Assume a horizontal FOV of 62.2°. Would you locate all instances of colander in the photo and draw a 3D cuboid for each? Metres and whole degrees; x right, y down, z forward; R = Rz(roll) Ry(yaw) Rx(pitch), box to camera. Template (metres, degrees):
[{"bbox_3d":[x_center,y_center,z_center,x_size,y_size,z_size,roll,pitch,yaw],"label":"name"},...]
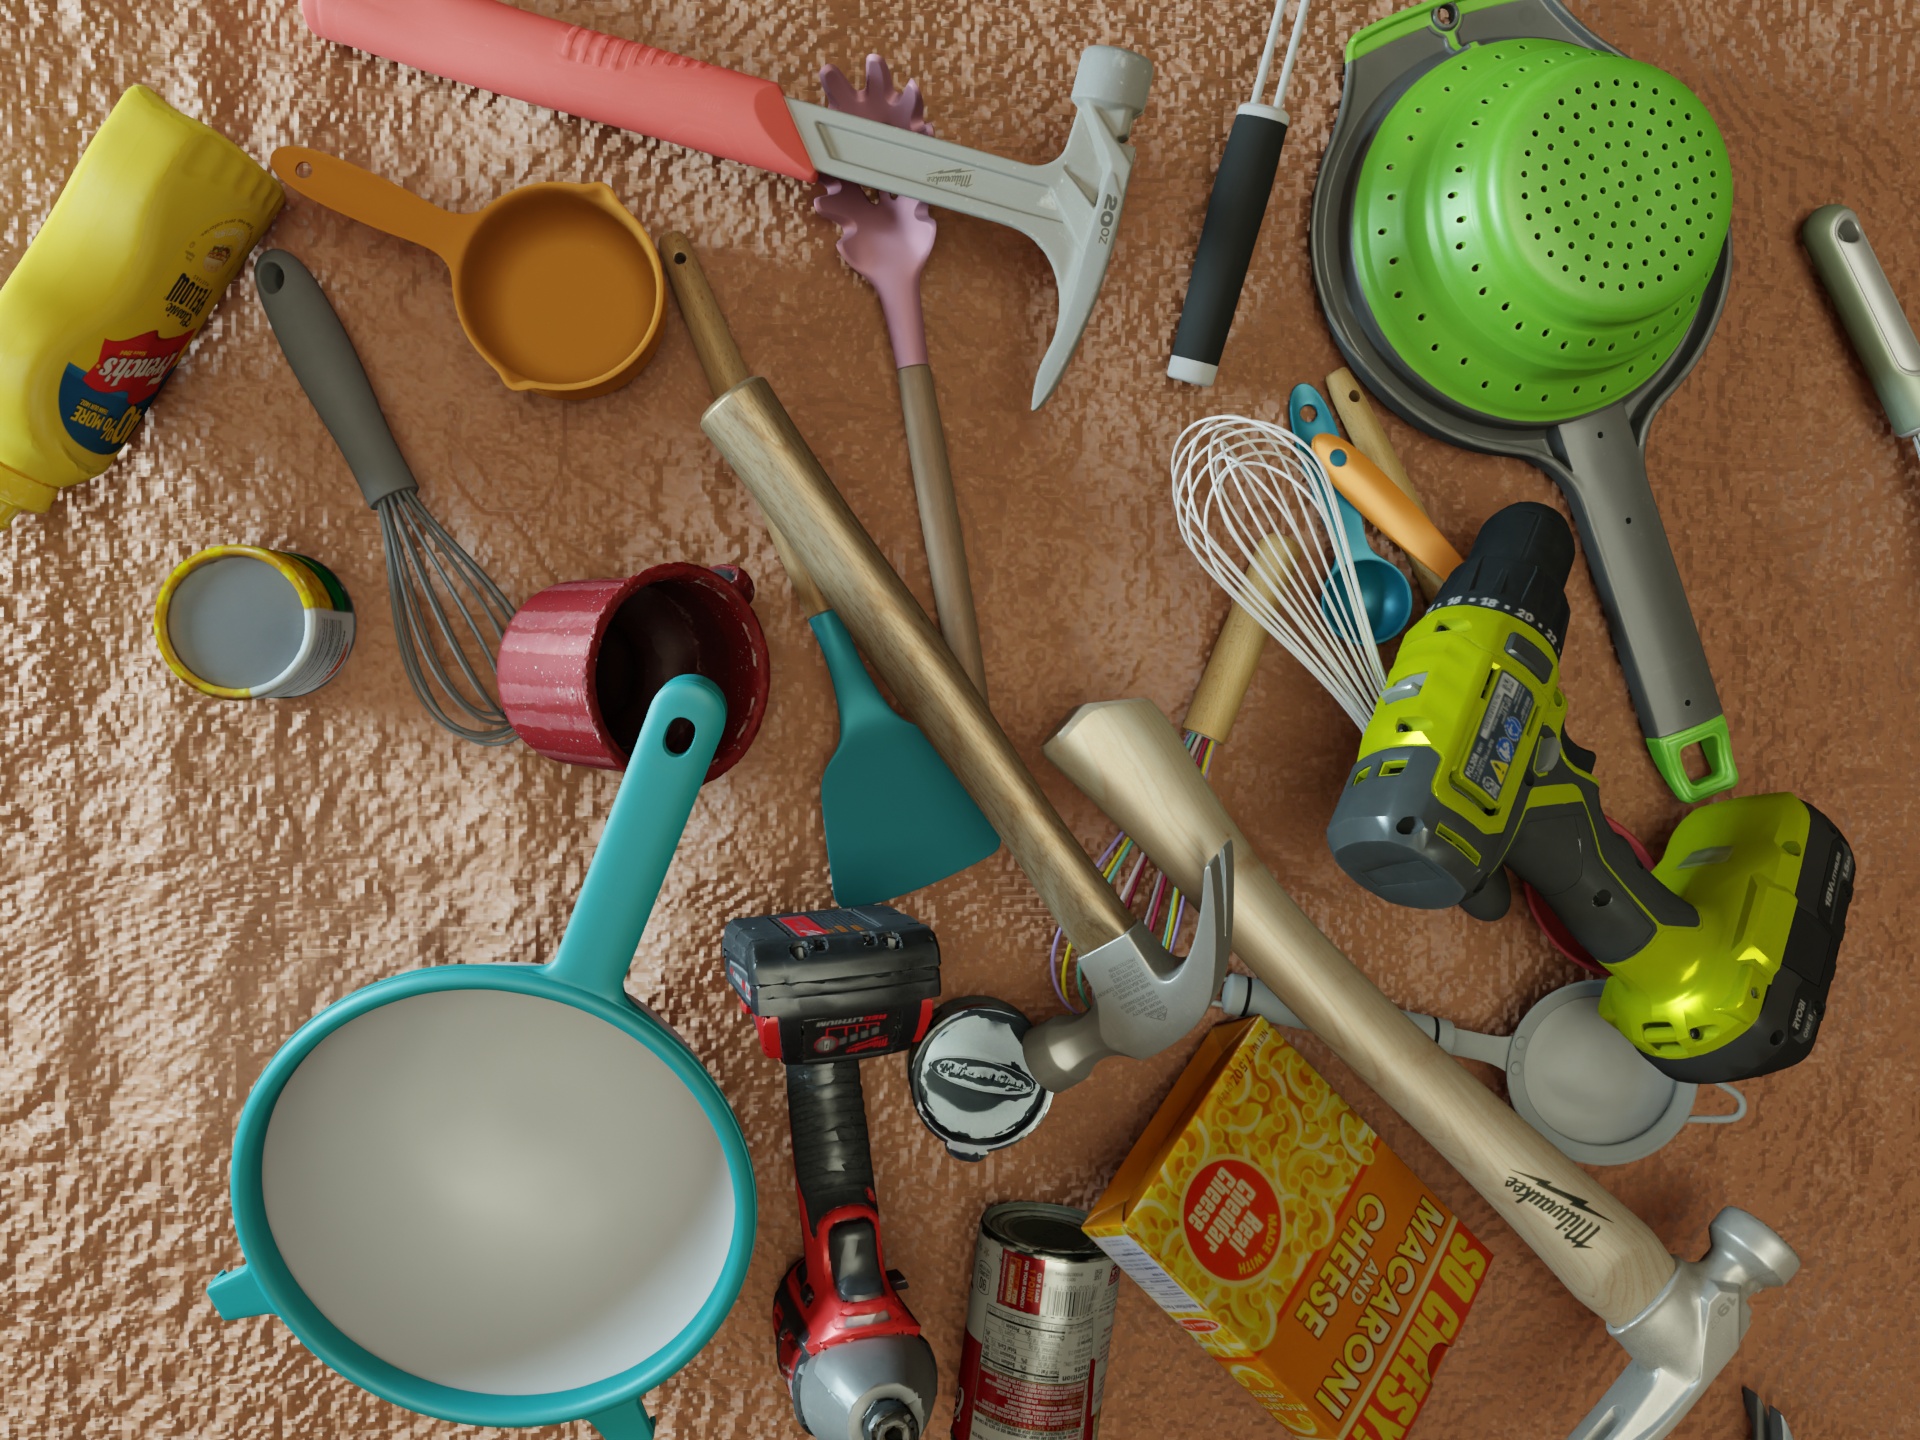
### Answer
[{"bbox_3d":[0.296,-0.148,0.714,0.204,0.094,0.397,-21,95,-6],"label":"colander"}]

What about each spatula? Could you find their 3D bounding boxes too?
[{"bbox_3d":[-0.073,-0.071,0.723,0.082,0.044,0.317,-22,89,-5],"label":"spatula"}]

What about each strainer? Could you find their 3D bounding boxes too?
[{"bbox_3d":[0.233,0.150,0.751,0.258,0.050,0.087,12,91,0],"label":"strainer"},{"bbox_3d":[-0.163,0.128,0.665,0.211,0.095,0.340,22,103,-7],"label":"strainer"}]

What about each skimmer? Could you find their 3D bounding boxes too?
[{"bbox_3d":[0.162,-0.331,0.725,0.127,0.090,0.363,18,102,18],"label":"skimmer"}]

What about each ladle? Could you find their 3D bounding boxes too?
[{"bbox_3d":[0.247,-0.023,0.751,0.069,0.031,0.315,-28,93,-14],"label":"ladle"}]

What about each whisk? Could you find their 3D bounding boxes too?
[{"bbox_3d":[-0.250,-0.097,0.696,0.055,0.055,0.239,-27,90,-4],"label":"whisk"},{"bbox_3d":[0.107,0.029,0.733,0.051,0.047,0.245,24,86,-20],"label":"whisk"},{"bbox_3d":[0.463,-0.134,0.757,0.058,0.059,0.246,-26,90,-16],"label":"whisk"},{"bbox_3d":[0.179,-0.016,0.716,0.070,0.070,0.284,-36,109,-3],"label":"whisk"}]

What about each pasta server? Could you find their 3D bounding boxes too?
[{"bbox_3d":[-0.018,-0.133,0.717,0.060,0.040,0.316,-9,94,8],"label":"pasta server"}]

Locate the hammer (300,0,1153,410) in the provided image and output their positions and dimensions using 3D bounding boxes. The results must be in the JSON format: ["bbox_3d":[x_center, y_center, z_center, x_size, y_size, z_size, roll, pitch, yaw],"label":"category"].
[{"bbox_3d":[-0.107,-0.251,0.678,0.359,0.037,0.149,17,101,3],"label":"hammer"}]

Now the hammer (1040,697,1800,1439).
[{"bbox_3d":[0.183,0.152,0.700,0.410,0.038,0.146,45,83,-4],"label":"hammer"}]

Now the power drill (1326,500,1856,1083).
[{"bbox_3d":[0.276,0.032,0.687,0.228,0.080,0.191,37,64,-15],"label":"power drill"}]

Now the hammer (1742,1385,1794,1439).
[{"bbox_3d":[0.216,0.406,0.760,0.386,0.038,0.143,-1,91,-5],"label":"hammer"}]

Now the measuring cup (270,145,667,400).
[{"bbox_3d":[-0.210,-0.201,0.690,0.173,0.052,0.095,24,90,-4],"label":"measuring cup"}]

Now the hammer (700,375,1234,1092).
[{"bbox_3d":[-0.001,-0.002,0.671,0.130,0.031,0.331,-34,92,30],"label":"hammer"}]

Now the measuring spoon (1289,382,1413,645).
[{"bbox_3d":[0.177,-0.096,0.750,0.042,0.021,0.129,-15,85,1],"label":"measuring spoon"}]

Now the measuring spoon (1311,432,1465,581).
[{"bbox_3d":[0.206,-0.091,0.731,0.117,0.011,0.021,43,89,-1],"label":"measuring spoon"}]

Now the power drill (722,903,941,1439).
[{"bbox_3d":[-0.050,0.195,0.675,0.078,0.143,0.219,-4,91,-15],"label":"power drill"}]
